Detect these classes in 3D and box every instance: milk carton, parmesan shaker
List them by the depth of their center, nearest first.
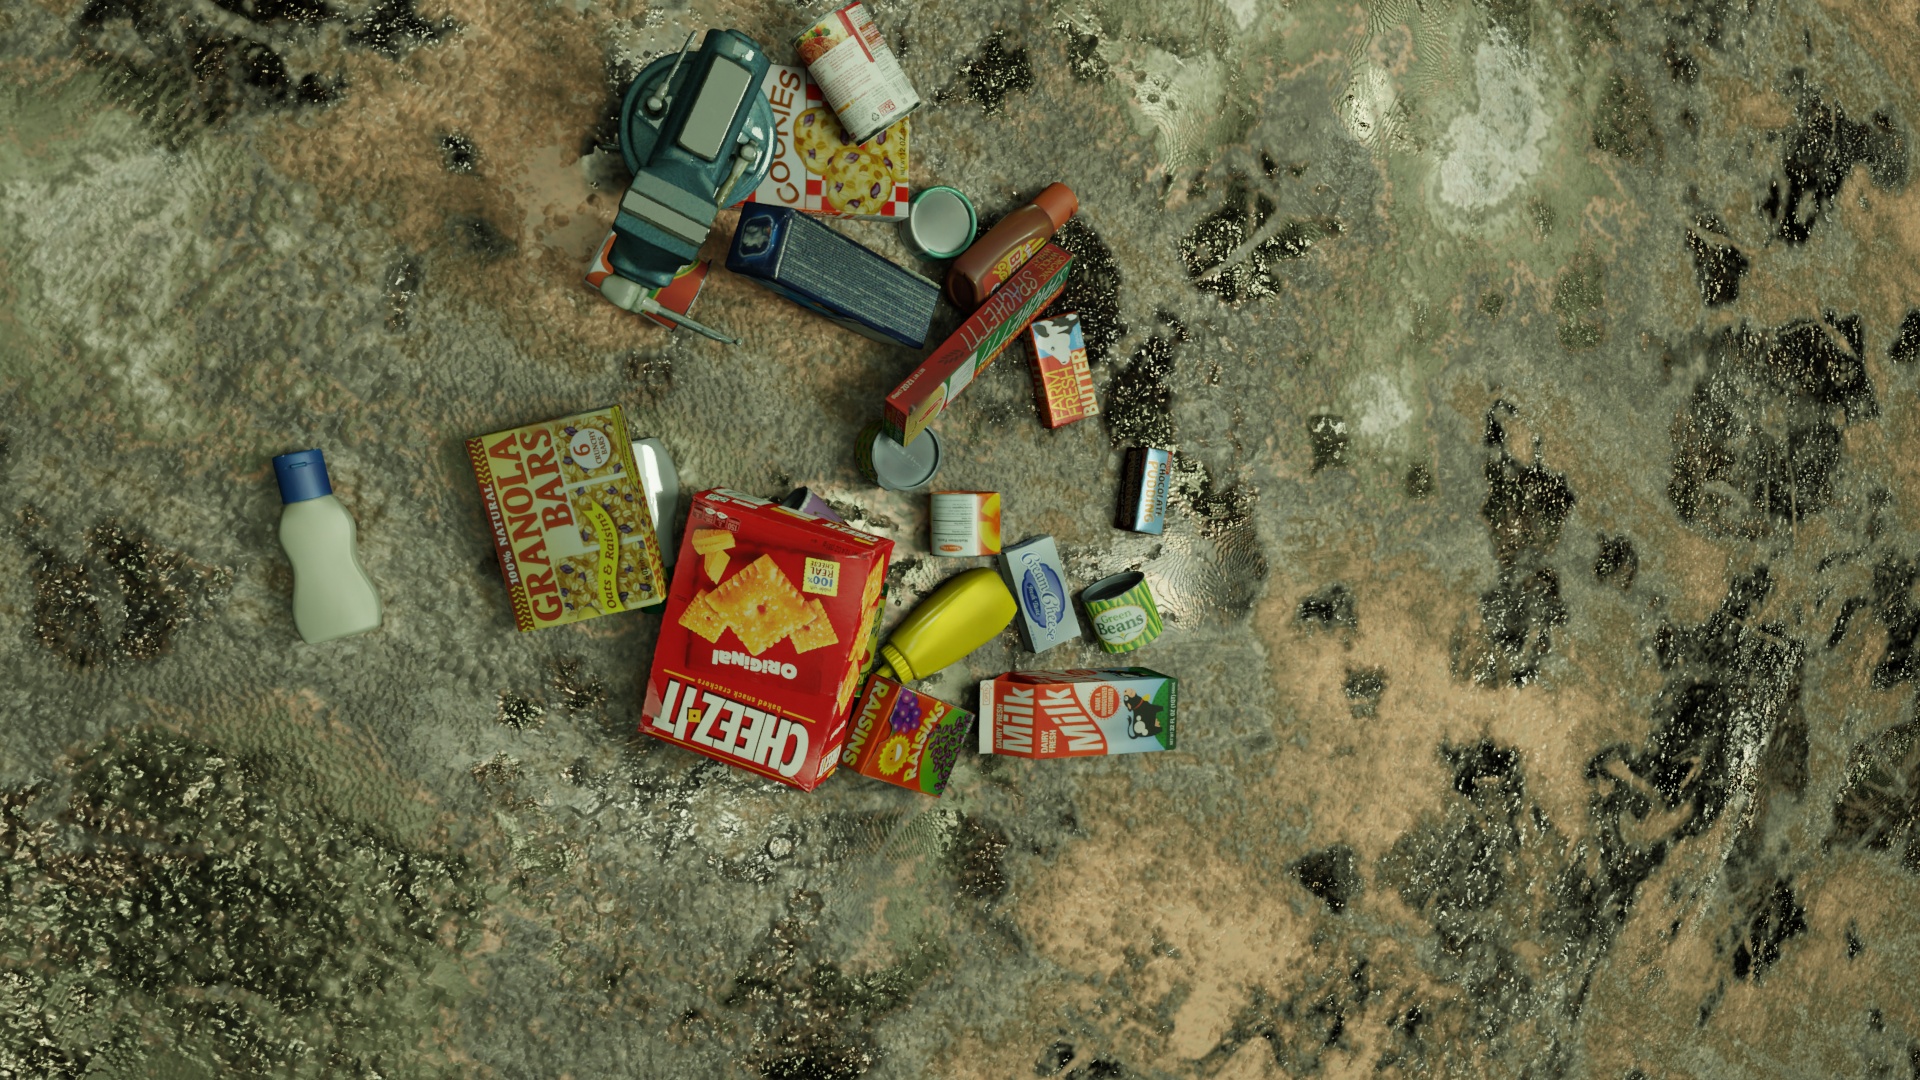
[{"bbox_3d":[-0.108,0.081,1.235,0.071,0.071,0.103,12,89,-22],"label":"parmesan shaker"},{"bbox_3d":[0.106,0.163,1.323,0.191,0.073,0.072,-1,94,-21],"label":"milk carton"}]

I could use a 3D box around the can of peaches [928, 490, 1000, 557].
[{"bbox_3d":[0.005,-0.016,1.276,0.071,0.071,0.058,-3,95,-21],"label":"can of peaches"}]

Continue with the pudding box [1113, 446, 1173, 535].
[{"bbox_3d":[0.178,-0.048,1.349,0.030,0.049,0.083,9,90,-21],"label":"pudding box"}]

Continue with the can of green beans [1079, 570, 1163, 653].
[{"bbox_3d":[0.156,0.069,1.340,0.071,0.071,0.057,-26,103,-18],"label":"can of green beans"}]

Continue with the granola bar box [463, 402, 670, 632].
[{"bbox_3d":[-0.319,-0.018,1.135,0.124,0.039,0.165,-12,99,5],"label":"granola bar box"}]

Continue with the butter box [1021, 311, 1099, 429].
[{"bbox_3d":[0.095,-0.162,1.322,0.053,0.024,0.103,-17,100,-20],"label":"butter box"}]

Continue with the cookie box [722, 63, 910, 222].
[{"bbox_3d":[-0.129,-0.346,1.211,0.168,0.040,0.122,-1,94,-21],"label":"cookie box"}]

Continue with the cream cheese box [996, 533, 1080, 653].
[{"bbox_3d":[0.075,0.050,1.329,0.053,0.024,0.103,-22,102,-20],"label":"cream cheese box"}]

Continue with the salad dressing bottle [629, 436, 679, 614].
[{"bbox_3d":[-0.266,-0.013,1.179,0.064,0.044,0.147,-11,99,-17],"label":"salad dressing bottle"}]

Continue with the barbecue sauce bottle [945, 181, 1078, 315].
[{"bbox_3d":[0.049,-0.274,1.278,0.044,0.064,0.149,39,68,14],"label":"barbecue sauce bottle"}]

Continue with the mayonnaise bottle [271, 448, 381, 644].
[{"bbox_3d":[-0.501,0.003,1.088,0.065,0.041,0.148,-14,98,-22],"label":"mayonnaise bottle"}]

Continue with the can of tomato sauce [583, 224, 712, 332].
[{"bbox_3d":[-0.259,-0.224,1.153,0.083,0.071,0.071,29,83,-20],"label":"can of tomato sauce"}]

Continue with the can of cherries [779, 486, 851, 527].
[{"bbox_3d":[-0.135,-0.006,1.220,0.058,0.071,0.071,42,79,-19],"label":"can of cherries"}]

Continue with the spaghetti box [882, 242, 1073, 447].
[{"bbox_3d":[0.018,-0.178,1.240,0.029,0.050,0.251,35,60,13],"label":"spaghetti box"}]

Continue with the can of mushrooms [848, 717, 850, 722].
[{"bbox_3d":[-0.134,0.170,1.230,0.071,0.071,0.033,-46,107,-12],"label":"can of mushrooms"}]

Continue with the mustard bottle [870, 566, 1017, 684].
[{"bbox_3d":[-0.025,0.088,1.278,0.161,0.049,0.065,-35,108,-15],"label":"mustard bottle"}]

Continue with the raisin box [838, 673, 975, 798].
[{"bbox_3d":[-0.048,0.177,1.251,0.123,0.040,0.086,31,82,-51],"label":"raisin box"}]

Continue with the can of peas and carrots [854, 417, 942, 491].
[{"bbox_3d":[-0.058,-0.076,1.248,0.071,0.059,0.071,-2,95,-21],"label":"can of peas and carrots"}]

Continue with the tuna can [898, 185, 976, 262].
[{"bbox_3d":[-0.018,-0.288,1.263,0.071,0.033,0.071,-2,95,-21],"label":"tuna can"}]
